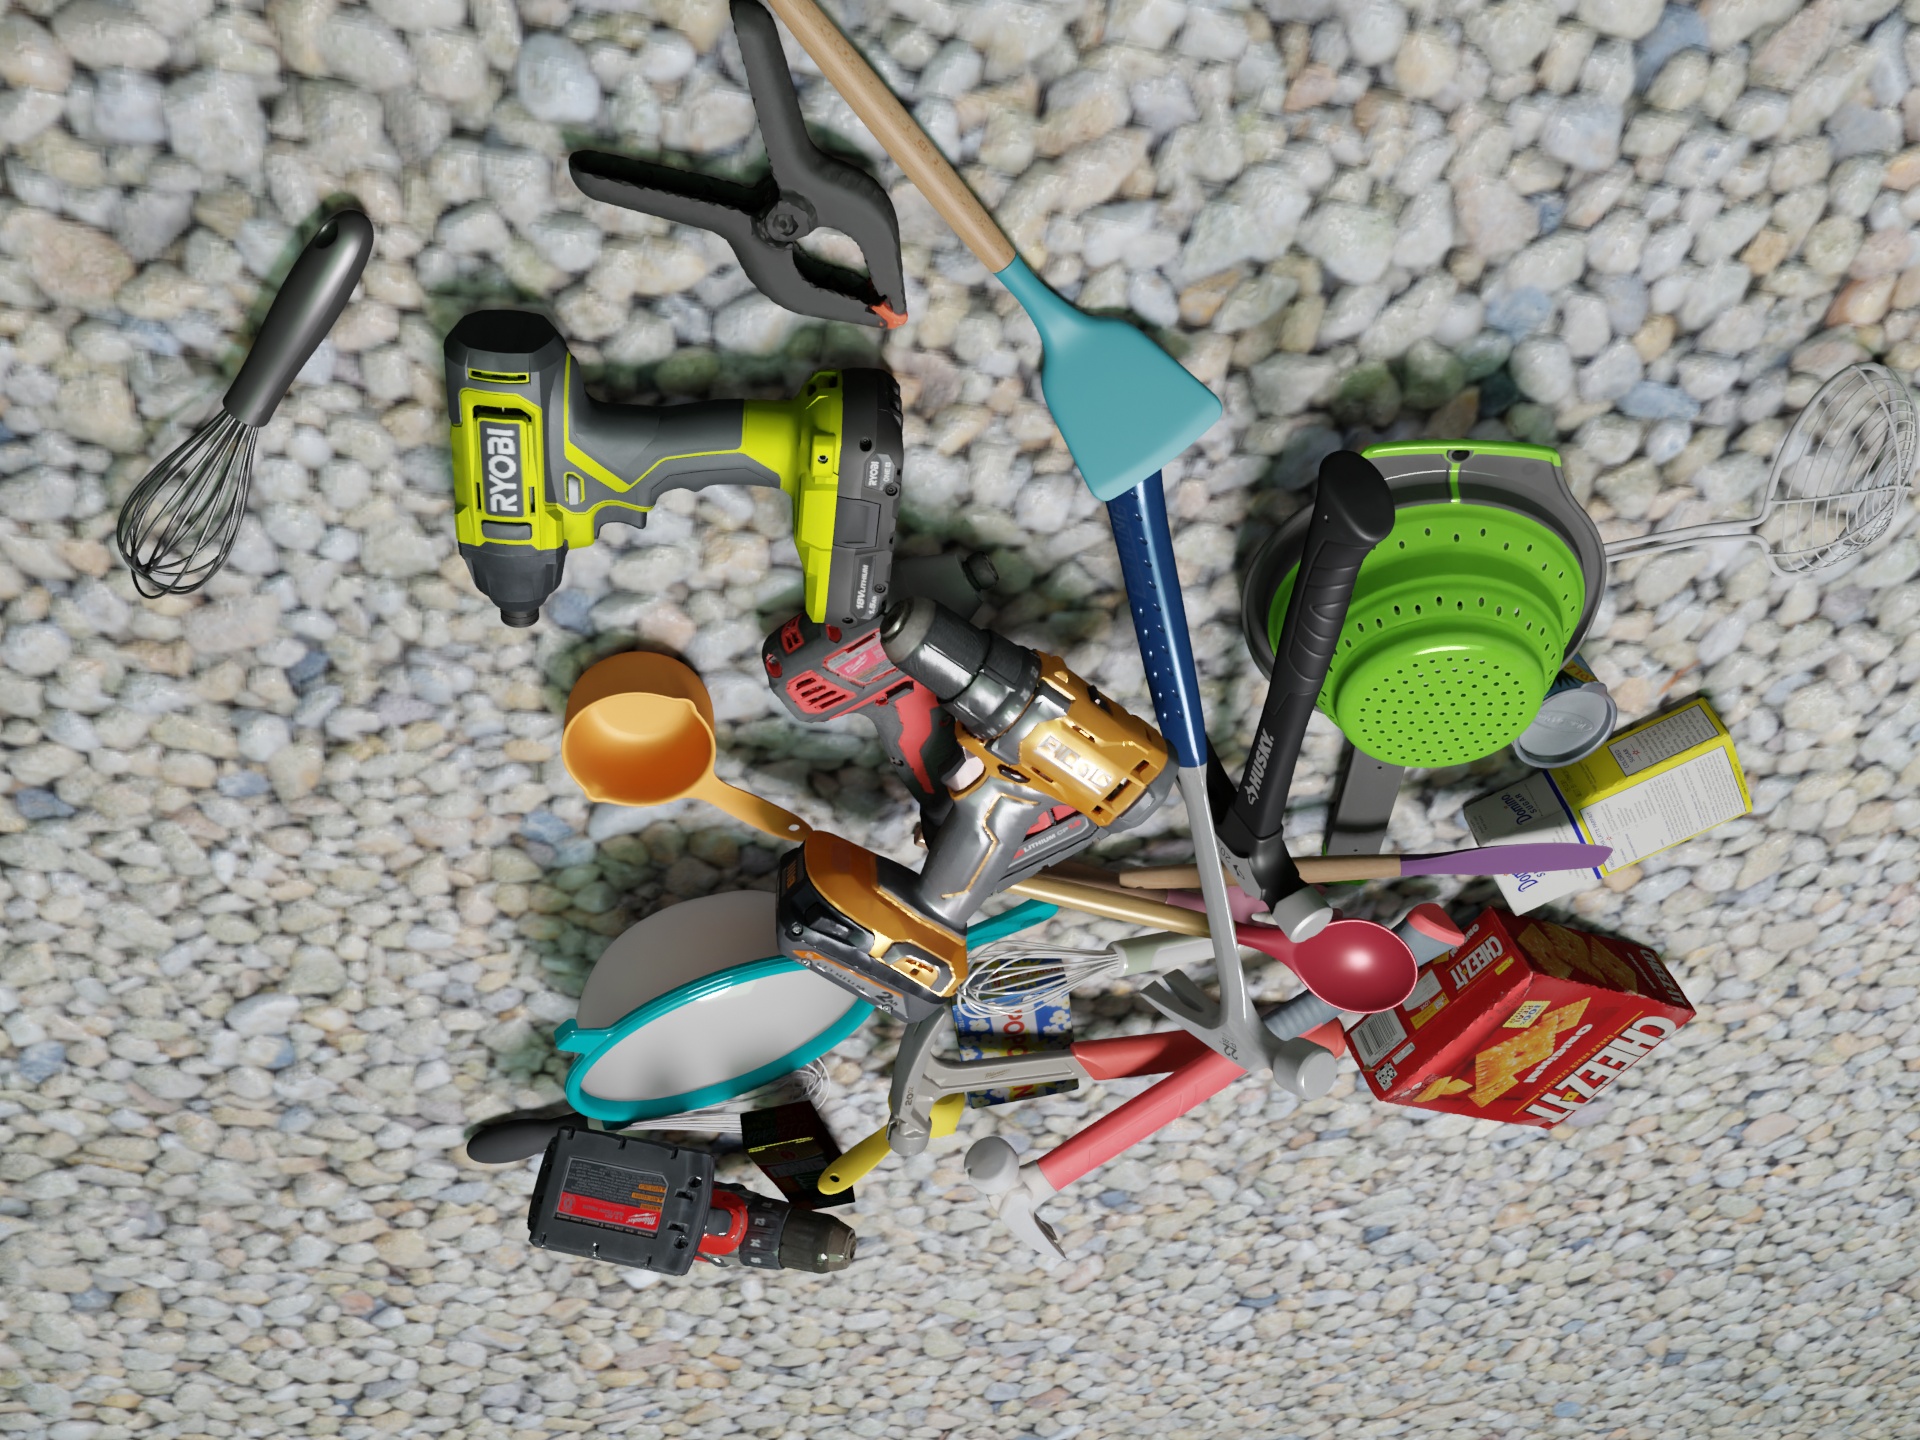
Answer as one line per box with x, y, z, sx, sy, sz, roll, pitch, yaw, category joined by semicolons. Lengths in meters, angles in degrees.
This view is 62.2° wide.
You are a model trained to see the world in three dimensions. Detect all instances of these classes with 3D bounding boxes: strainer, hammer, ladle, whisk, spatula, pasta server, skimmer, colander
-0.106;0.151;1.052;0.340;0.095;0.210;-20;153;-13;strainer
0.132;0.033;0.941;0.035;0.144;0.405;-27;115;-28;hammer
0.158;0.138;1.068;0.315;0.031;0.069;14;107;-10;ladle
-0.349;-0.151;0.778;0.055;0.055;0.239;28;117;-29;whisk
0.180;-0.017;0.881;0.035;0.146;0.334;-23;146;-18;hammer
0.100;0.165;1.088;0.246;0.059;0.057;-5;117;-31;whisk
-0.232;0.288;1.167;0.284;0.070;0.070;-15;131;9;whisk
0.125;0.238;1.157;0.359;0.037;0.149;-2;127;-22;hammer
0.009;-0.237;0.768;0.082;0.044;0.317;-35;126;18;spatula
0.118;0.113;1.090;0.316;0.060;0.040;15;155;-18;pasta server
0.195;0.257;1.150;0.386;0.038;0.143;-32;131;1;hammer
0.378;-0.117;0.946;0.363;0.090;0.127;-11;130;13;skimmer
0.266;0.013;0.956;0.204;0.095;0.396;1;140;3;colander
0.262;0.096;1.046;0.316;0.018;0.059;-4;156;8;spatula

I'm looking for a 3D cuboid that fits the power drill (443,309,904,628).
-0.147;-0.116;0.825;0.223;0.080;0.171;3;129;-8;power drill

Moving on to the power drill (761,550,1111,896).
-0.002;-0.003;0.947;0.143;0.079;0.219;-29;126;14;power drill

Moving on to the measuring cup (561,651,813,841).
-0.157;0.020;0.954;0.173;0.052;0.095;31;119;-33;measuring cup

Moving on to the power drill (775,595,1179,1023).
-0.016;0.048;0.892;0.185;0.084;0.226;34;112;-23;power drill

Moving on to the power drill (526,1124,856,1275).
-0.184;0.352;1.125;0.188;0.080;0.226;7;160;13;power drill

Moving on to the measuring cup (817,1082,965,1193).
-0.050;0.296;1.156;0.156;0.062;0.029;-26;147;-53;measuring cup
